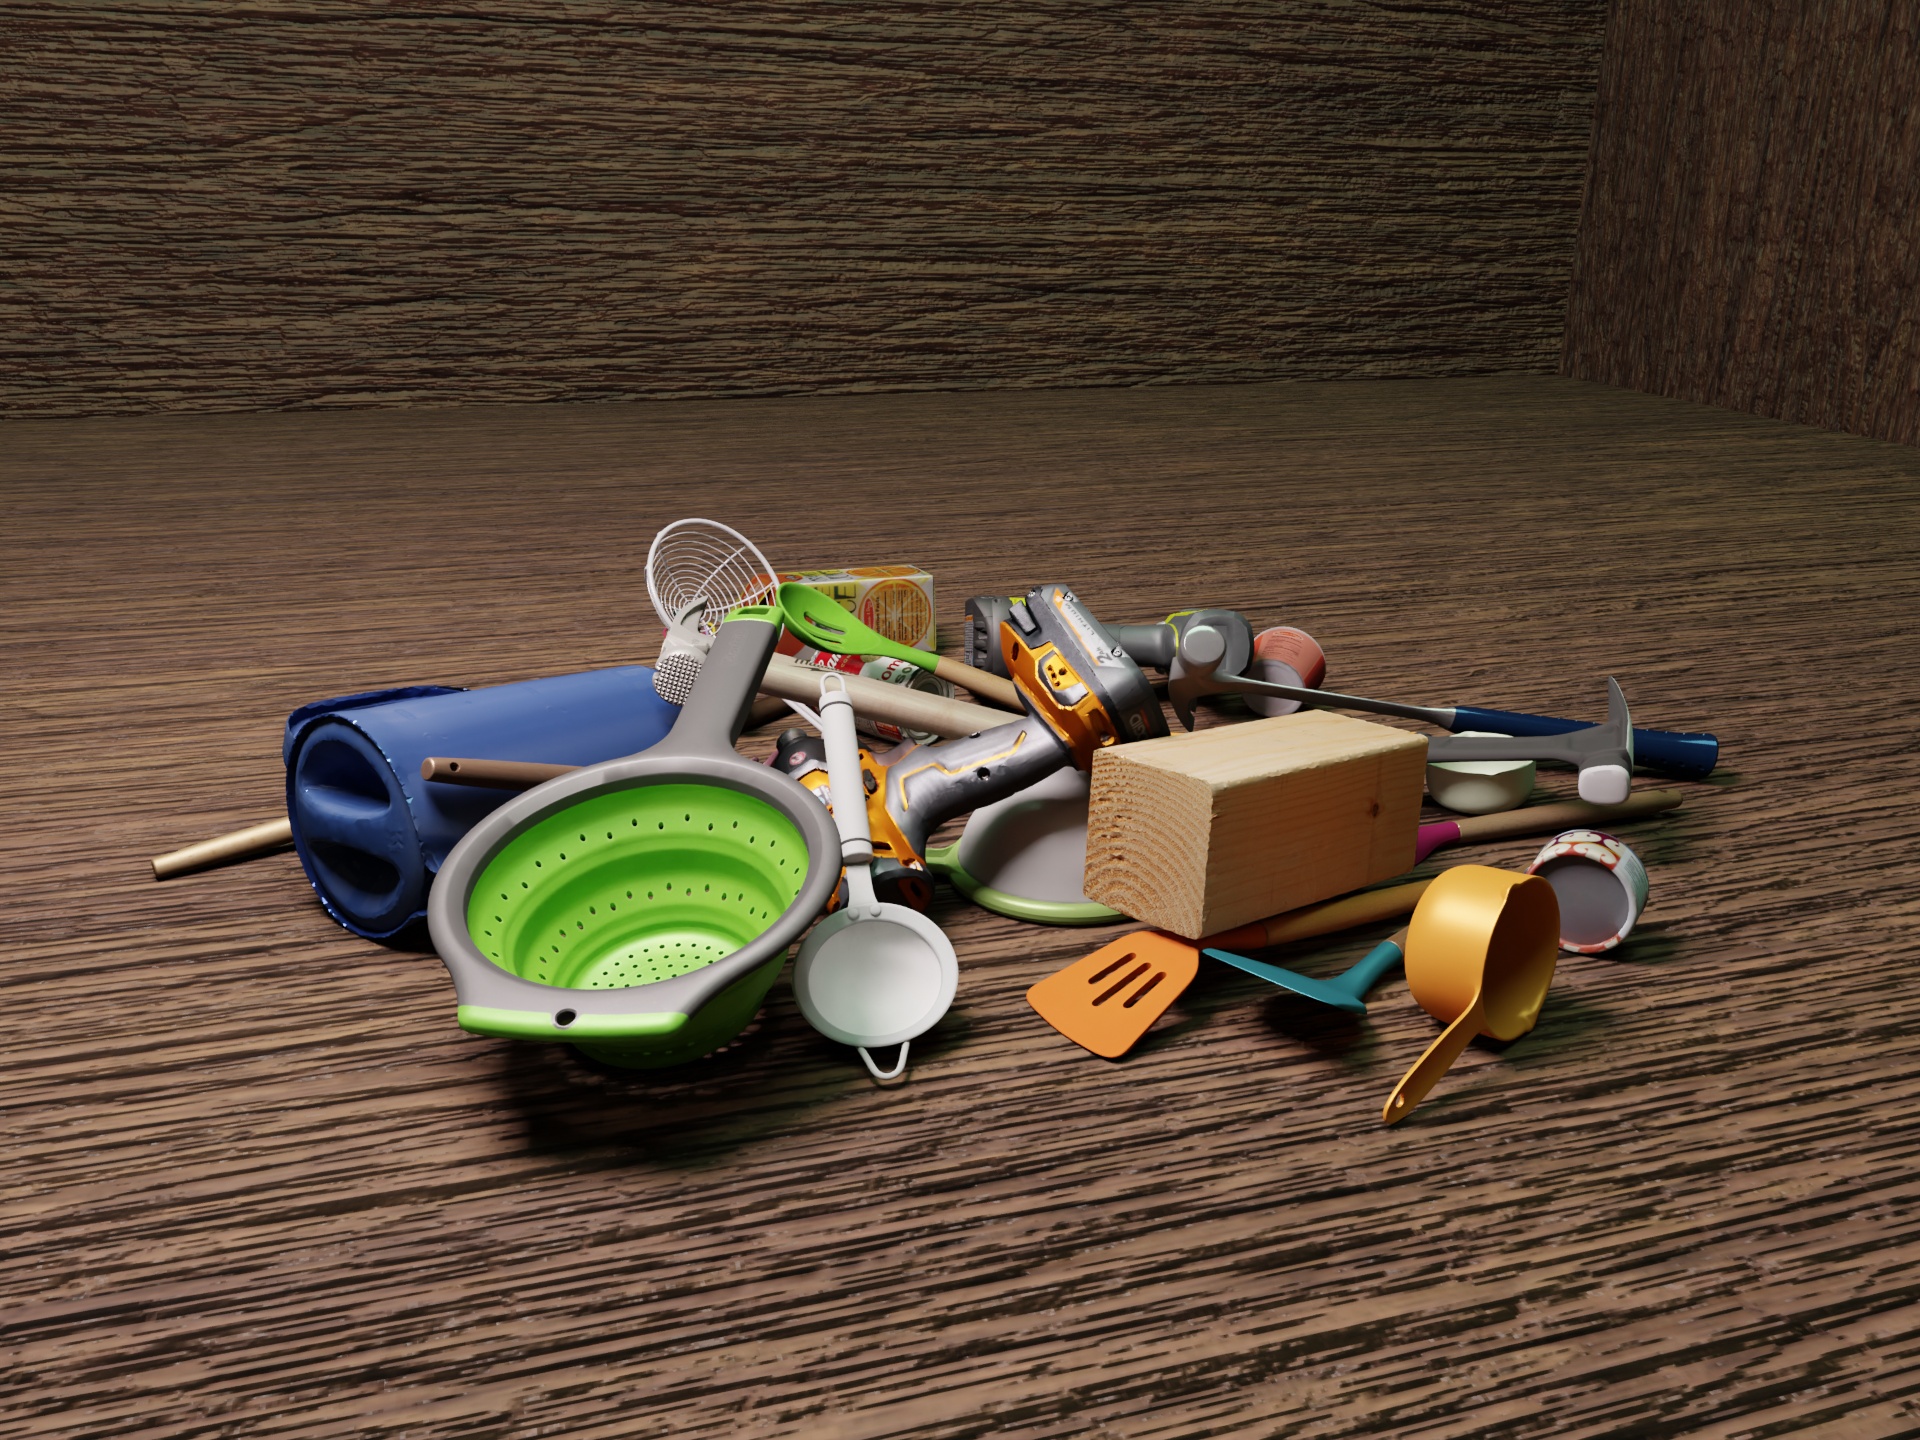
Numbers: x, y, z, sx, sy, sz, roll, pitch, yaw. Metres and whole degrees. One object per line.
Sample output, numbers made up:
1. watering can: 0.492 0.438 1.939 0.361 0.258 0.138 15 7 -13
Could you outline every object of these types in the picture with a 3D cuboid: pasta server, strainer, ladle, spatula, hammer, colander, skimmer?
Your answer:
1. pasta server: -0.186 0.038 0.986 0.040 0.060 0.316 -28 -23 34
2. strainer: -0.055 0.081 0.869 0.087 0.050 0.259 -6 58 -6
3. ladle: -0.379 0.039 1.078 0.320 0.062 0.078 -18 1 -33
4. spatula: -0.136 -0.017 1.311 0.060 0.018 0.316 2 16 37
5. hammer: 0.294 0.017 1.126 0.337 0.034 0.127 -1 28 23
6. colander: -0.149 0.065 0.882 0.204 0.094 0.397 1 33 8
7. hammer: 0.358 -0.002 1.204 0.405 0.035 0.144 9 -20 2
8. spatula: 0.264 0.117 0.915 0.317 0.044 0.082 -16 24 -42
9. skimmer: -0.118 -0.042 1.183 0.127 0.090 0.364 3 25 -42
10. spatula: 0.188 0.127 0.917 0.322 0.041 0.081 -7 20 -33
11. hammer: -0.002 -0.004 1.100 0.410 0.038 0.146 15 18 -8
12. strainer: 0.014 0.066 1.007 0.256 0.069 0.152 2 20 -2

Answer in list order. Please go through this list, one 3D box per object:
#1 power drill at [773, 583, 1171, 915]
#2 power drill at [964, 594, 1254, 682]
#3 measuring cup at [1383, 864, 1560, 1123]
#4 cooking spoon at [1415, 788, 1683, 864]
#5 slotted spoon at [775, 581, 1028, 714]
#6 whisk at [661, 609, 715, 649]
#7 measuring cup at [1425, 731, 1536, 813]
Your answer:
1. power drill: -0.006 0.016 0.965 0.226 0.084 0.164 -33 48 -4
2. power drill: 0.119 -0.064 1.348 0.228 0.080 0.190 0 3 -4
3. measuring cup: 0.245 0.142 0.818 0.052 0.095 0.173 13 41 45
4. cooking spoon: 0.357 0.072 1.081 0.318 0.017 0.069 -6 21 -17
5. slotted spoon: 0.005 -0.031 1.198 0.313 0.031 0.070 21 31 -7
6. whisk: -0.211 -0.050 1.337 0.047 0.051 0.245 -5 18 -21
7. measuring cup: 0.327 0.045 1.142 0.167 0.038 0.083 -7 20 8
